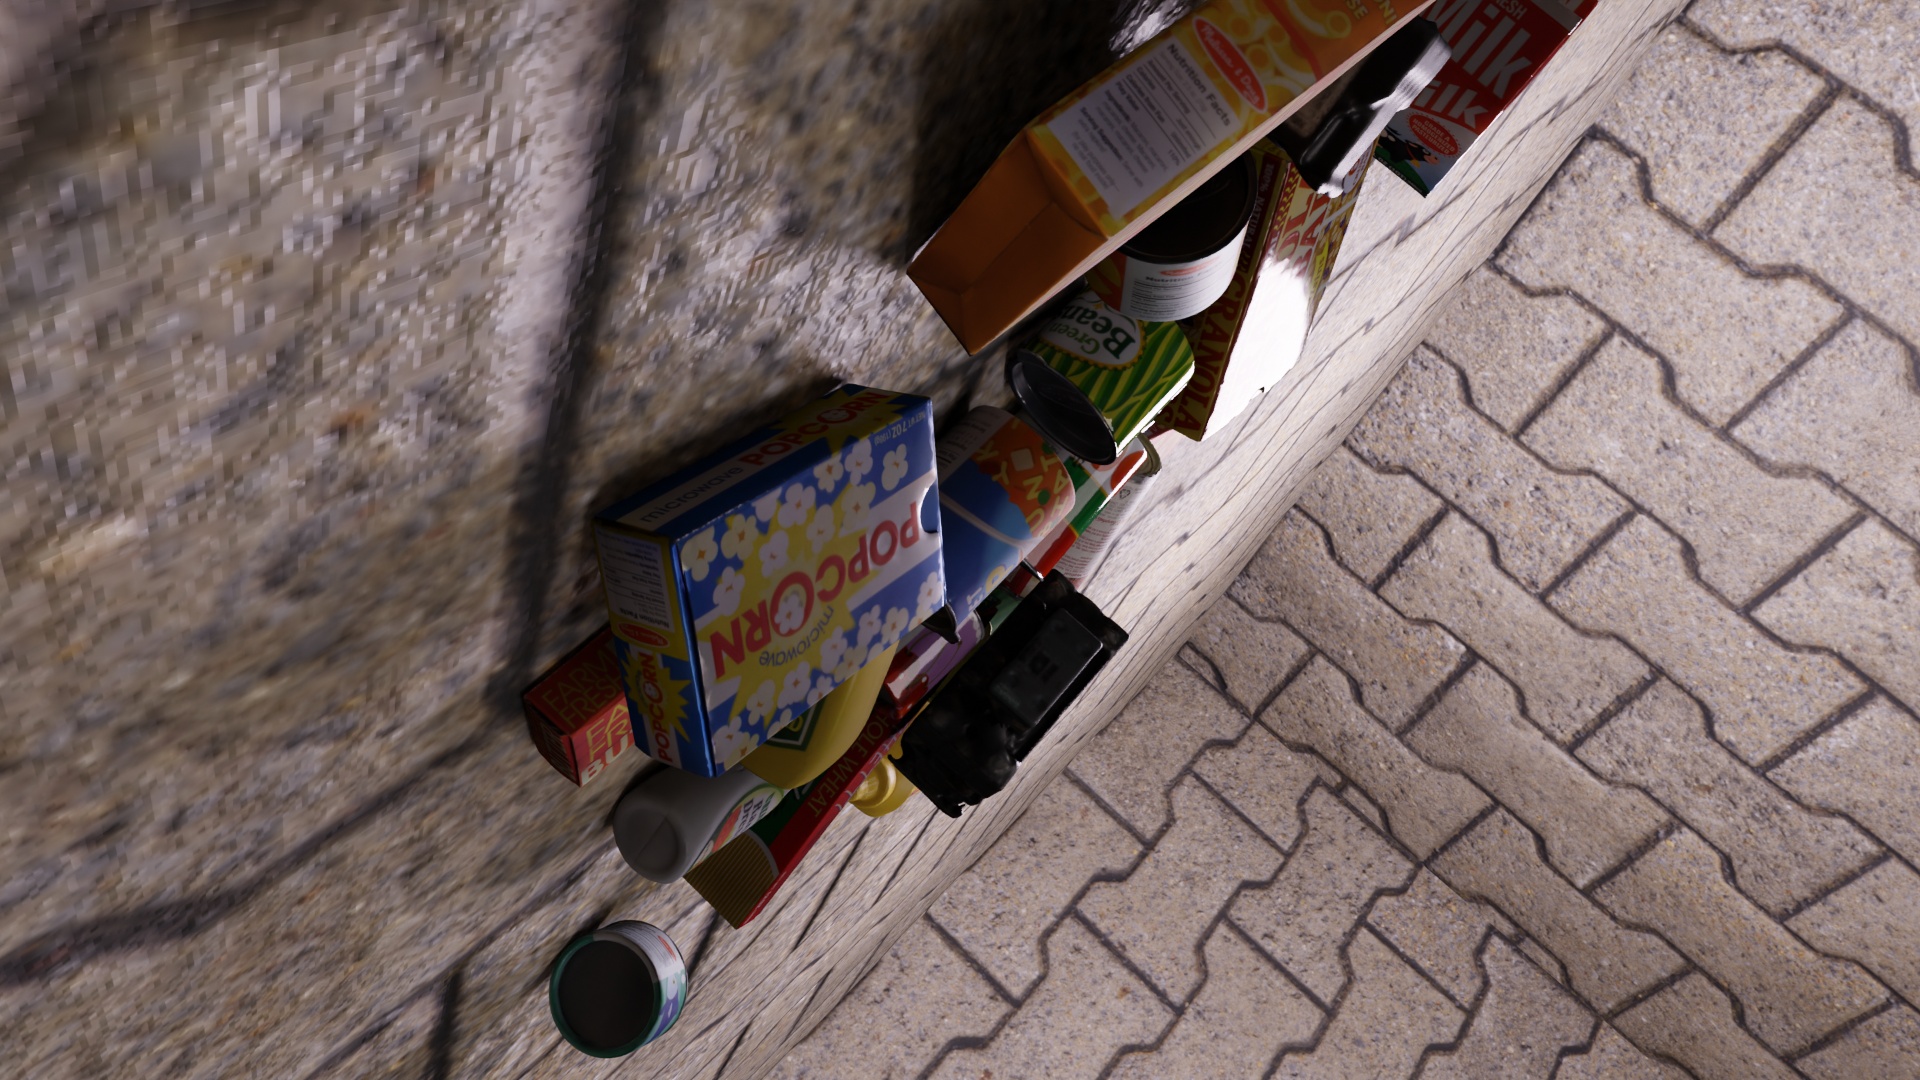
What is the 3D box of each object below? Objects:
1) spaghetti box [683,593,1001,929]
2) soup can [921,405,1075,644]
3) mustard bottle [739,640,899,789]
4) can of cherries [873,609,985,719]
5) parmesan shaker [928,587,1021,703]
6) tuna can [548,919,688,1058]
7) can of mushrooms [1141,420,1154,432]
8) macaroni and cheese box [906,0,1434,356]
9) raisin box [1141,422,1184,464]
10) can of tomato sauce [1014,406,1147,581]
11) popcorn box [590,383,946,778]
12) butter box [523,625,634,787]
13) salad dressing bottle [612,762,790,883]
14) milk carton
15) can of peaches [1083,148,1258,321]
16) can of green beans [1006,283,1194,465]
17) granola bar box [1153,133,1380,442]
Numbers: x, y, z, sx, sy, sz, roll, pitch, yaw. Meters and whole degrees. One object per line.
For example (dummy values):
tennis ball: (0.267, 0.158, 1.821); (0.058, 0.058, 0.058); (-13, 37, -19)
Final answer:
spaghetti box: (-0.071, 0.115, 0.784); (0.249, 0.050, 0.029); (-53, 168, 16)
soup can: (0.002, -0.008, 0.621); (0.084, 0.071, 0.071); (-44, 167, -19)
mustard bottle: (-0.054, 0.029, 0.570); (0.049, 0.065, 0.159); (-32, 152, -57)
can of cherries: (-0.031, 0.045, 0.670); (0.058, 0.071, 0.071); (-44, 166, -20)
parmesan shaker: (0.017, 0.057, 0.871); (0.071, 0.071, 0.103); (-55, 166, 27)
tuna can: (-0.183, 0.240, 0.737); (0.071, 0.071, 0.033); (-50, 166, 4)
can of mushrooms: (0.110, -0.097, 0.807); (0.071, 0.033, 0.071); (-45, 167, -14)
macaroni and cheese box: (0.071, -0.134, 0.437); (0.167, 0.040, 0.123); (-39, -175, -18)
raisin box: (0.094, -0.050, 0.882); (0.124, 0.040, 0.085); (-26, 154, -57)
can of tomato sauce: (0.044, -0.031, 0.700); (0.083, 0.071, 0.071); (-49, 167, -3)
popcorn box: (-0.058, 0.009, 0.461); (0.127, 0.038, 0.084); (-35, 130, -46)
butter box: (-0.107, 0.041, 0.501); (0.104, 0.024, 0.053); (-42, 166, -28)
salad dressing bottle: (-0.106, 0.117, 0.685); (0.064, 0.044, 0.148); (-54, 167, 28)
milk carton: (0.260, -0.252, 0.719); (0.073, 0.072, 0.190); (-49, 176, 1)
can of peaches: (0.079, -0.128, 0.543); (0.071, 0.071, 0.058); (-47, 167, -8)
can of green beans: (0.064, -0.078, 0.635); (0.058, 0.071, 0.071); (-46, 167, -14)
granola bar box: (0.163, -0.148, 0.737); (0.125, 0.039, 0.164); (-37, 148, -42)
